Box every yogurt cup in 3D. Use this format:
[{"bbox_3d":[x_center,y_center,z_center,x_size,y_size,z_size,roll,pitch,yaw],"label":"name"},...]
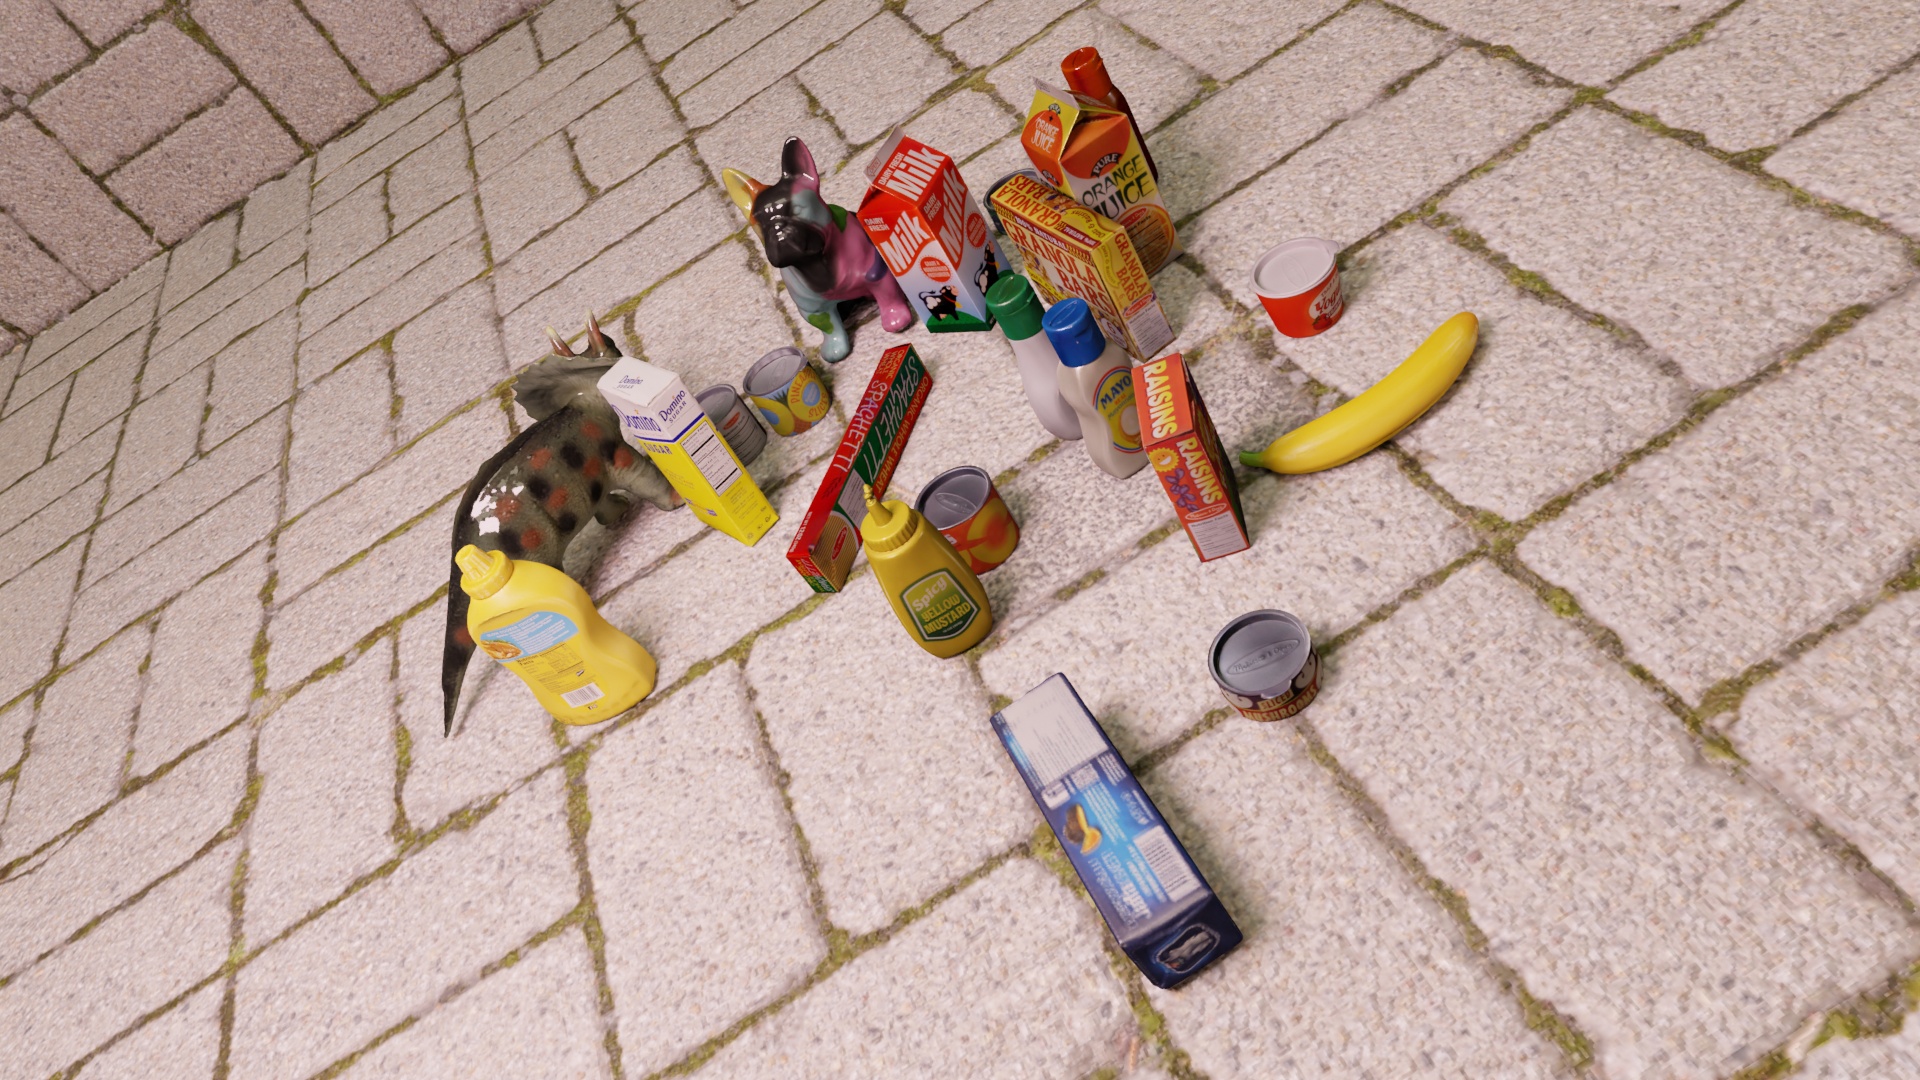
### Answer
[{"bbox_3d":[0.267,-0.196,1.089,0.072,0.053,0.073,-19,42,18],"label":"yogurt cup"}]

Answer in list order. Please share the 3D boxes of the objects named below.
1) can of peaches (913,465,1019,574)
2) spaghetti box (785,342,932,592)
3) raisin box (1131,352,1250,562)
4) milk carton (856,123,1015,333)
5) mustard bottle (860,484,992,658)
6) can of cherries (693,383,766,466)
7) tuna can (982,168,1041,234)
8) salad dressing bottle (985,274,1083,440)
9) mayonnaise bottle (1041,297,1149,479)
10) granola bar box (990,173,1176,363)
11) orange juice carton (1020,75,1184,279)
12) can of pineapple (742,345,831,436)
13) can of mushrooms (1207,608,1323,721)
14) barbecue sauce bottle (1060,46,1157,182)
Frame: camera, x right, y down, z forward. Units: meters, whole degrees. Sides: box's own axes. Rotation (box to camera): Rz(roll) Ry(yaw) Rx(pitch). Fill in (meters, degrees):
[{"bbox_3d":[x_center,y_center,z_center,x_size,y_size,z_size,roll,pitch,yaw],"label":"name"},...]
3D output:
[{"bbox_3d":[0.004,-0.014,1.078,0.071,0.058,0.071,-19,42,18],"label":"can of peaches"},{"bbox_3d":[-0.082,-0.067,1.195,0.028,0.050,0.251,-4,48,31],"label":"spaghetti box"},{"bbox_3d":[0.161,-0.057,0.965,0.040,0.123,0.086,-19,42,18],"label":"raisin box"},{"bbox_3d":[-0.028,-0.281,1.264,0.073,0.190,0.073,3,52,36],"label":"milk carton"},{"bbox_3d":[-0.033,0.018,0.990,0.065,0.159,0.049,-32,40,3],"label":"mustard bottle"},{"bbox_3d":[-0.229,-0.107,1.326,0.071,0.058,0.072,-19,42,18],"label":"can of cherries"},{"bbox_3d":[0.061,-0.338,1.385,0.071,0.032,0.071,-18,42,18],"label":"tuna can"},{"bbox_3d":[0.067,-0.144,1.097,0.044,0.147,0.064,3,52,36],"label":"salad dressing bottle"},{"bbox_3d":[0.106,-0.115,1.042,0.065,0.147,0.041,-43,40,-11],"label":"mayonnaise bottle"},{"bbox_3d":[0.102,-0.233,1.181,0.039,0.123,0.166,-39,40,-6],"label":"granola bar box"},{"bbox_3d":[0.116,-0.312,1.198,0.073,0.192,0.072,-37,40,-3],"label":"orange juice carton"},{"bbox_3d":[-0.162,-0.141,1.317,0.071,0.057,0.071,-19,42,18],"label":"can of pineapple"},{"bbox_3d":[0.193,0.081,0.876,0.071,0.033,0.071,-18,42,18],"label":"can of mushrooms"},{"bbox_3d":[0.138,-0.386,1.292,0.043,0.148,0.065,-5,48,31],"label":"barbecue sauce bottle"}]
